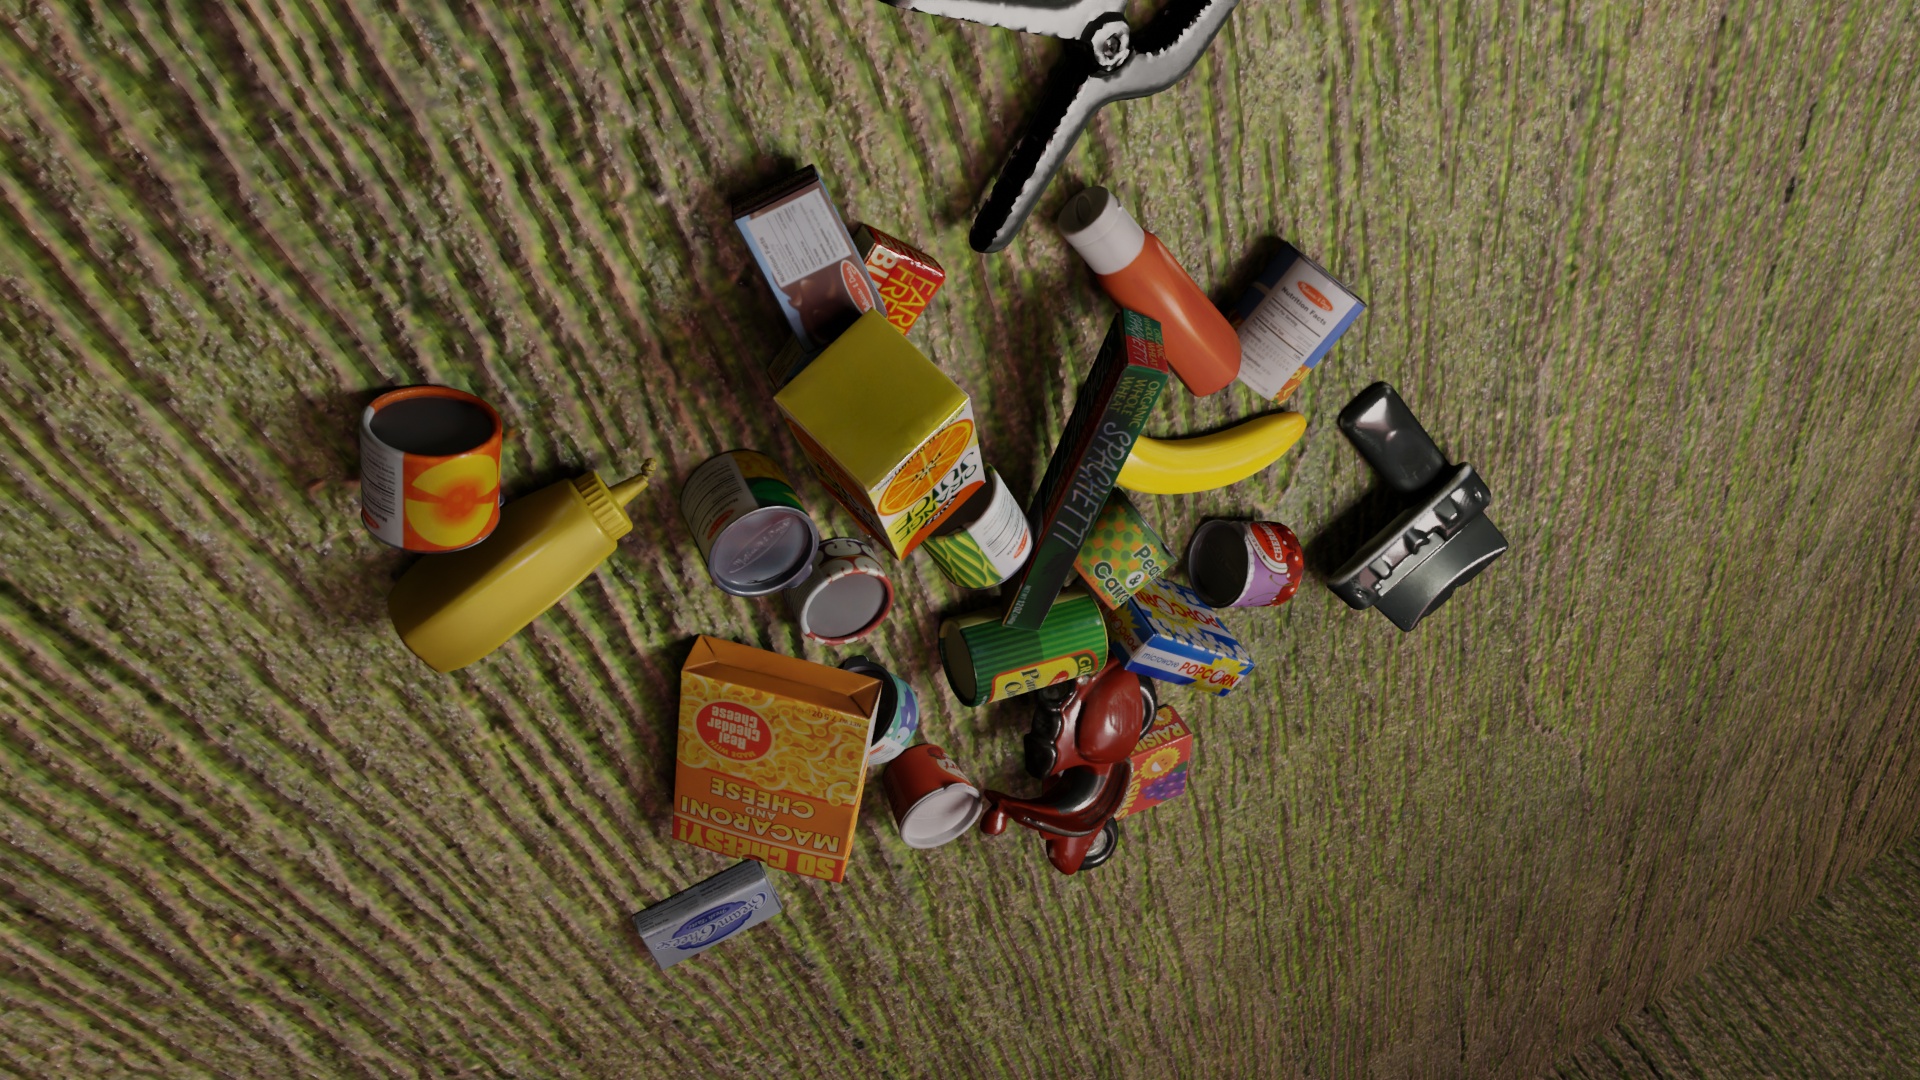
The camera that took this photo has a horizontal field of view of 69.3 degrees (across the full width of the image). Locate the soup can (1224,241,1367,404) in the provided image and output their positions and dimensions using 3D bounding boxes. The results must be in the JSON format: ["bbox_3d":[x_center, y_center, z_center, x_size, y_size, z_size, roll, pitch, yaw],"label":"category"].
[{"bbox_3d":[0.209,-0.140,0.897,0.071,0.071,0.083,20,116,-42],"label":"soup can"}]

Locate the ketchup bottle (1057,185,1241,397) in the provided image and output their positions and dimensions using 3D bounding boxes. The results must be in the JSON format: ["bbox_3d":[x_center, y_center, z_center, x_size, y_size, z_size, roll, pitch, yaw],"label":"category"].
[{"bbox_3d":[0.114,-0.151,0.831,0.043,0.065,0.148,-30,133,24],"label":"ketchup bottle"}]

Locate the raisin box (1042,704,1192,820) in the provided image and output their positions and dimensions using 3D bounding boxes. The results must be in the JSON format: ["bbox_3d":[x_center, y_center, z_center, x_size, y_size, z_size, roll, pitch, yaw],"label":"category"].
[{"bbox_3d":[0.131,0.197,1.175,0.124,0.040,0.085,-18,134,-16],"label":"raisin box"}]

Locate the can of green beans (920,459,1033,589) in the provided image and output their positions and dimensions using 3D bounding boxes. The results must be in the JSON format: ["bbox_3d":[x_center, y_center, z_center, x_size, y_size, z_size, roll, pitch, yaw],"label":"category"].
[{"bbox_3d":[0.005,-0.011,0.883,0.071,0.071,0.057,-35,137,1],"label":"can of green beans"}]

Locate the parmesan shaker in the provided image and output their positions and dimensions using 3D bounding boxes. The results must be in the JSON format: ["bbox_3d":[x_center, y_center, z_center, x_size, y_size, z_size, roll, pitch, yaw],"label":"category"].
[{"bbox_3d":[0.043,0.075,0.989,0.103,0.071,0.071,-14,134,-21],"label":"parmesan shaker"}]

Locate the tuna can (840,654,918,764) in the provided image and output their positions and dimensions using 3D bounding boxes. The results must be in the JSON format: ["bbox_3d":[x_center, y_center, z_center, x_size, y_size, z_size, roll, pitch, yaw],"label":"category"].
[{"bbox_3d":[-0.064,0.117,0.959,0.071,0.071,0.032,-40,143,6],"label":"tuna can"}]

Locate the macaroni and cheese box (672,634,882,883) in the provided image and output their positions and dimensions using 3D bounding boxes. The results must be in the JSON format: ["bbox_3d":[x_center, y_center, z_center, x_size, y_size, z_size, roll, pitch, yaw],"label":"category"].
[{"bbox_3d":[-0.125,0.149,0.921,0.124,0.040,0.165,14,127,3],"label":"macaroni and cheese box"}]

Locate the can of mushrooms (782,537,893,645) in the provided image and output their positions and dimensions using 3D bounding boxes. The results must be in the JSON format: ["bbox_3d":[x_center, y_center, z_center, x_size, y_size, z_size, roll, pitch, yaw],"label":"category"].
[{"bbox_3d":[-0.076,0.034,0.897,0.071,0.033,0.070,-17,134,-18],"label":"can of mushrooms"}]

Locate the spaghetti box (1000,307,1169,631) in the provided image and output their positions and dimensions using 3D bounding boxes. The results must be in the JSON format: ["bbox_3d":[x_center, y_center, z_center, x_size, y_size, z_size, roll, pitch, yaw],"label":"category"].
[{"bbox_3d":[0.072,-0.036,0.877,0.029,0.050,0.248,10,137,-12],"label":"spaghetti box"}]

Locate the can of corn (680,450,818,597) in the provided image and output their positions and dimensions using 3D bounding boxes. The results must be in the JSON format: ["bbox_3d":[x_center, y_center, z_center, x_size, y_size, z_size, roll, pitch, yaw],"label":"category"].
[{"bbox_3d":[-0.122,-0.009,0.810,0.071,0.058,0.070,-18,135,-18],"label":"can of corn"}]

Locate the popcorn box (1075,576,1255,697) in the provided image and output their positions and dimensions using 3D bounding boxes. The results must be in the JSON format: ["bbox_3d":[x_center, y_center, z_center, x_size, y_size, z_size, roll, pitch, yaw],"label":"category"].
[{"bbox_3d":[0.150,0.065,1.031,0.127,0.085,0.038,19,118,-42],"label":"popcorn box"}]

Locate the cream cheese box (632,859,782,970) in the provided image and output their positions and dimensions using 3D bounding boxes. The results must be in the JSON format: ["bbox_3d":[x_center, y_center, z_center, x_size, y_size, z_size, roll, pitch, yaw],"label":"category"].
[{"bbox_3d":[-0.192,0.285,1.060,0.104,0.024,0.053,-24,137,-12],"label":"cream cheese box"}]

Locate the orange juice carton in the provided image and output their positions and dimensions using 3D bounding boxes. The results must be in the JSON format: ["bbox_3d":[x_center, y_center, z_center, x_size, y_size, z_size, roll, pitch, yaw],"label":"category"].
[{"bbox_3d":[-0.038,-0.048,0.780,0.072,0.073,0.192,-44,167,-7],"label":"orange juice carton"}]

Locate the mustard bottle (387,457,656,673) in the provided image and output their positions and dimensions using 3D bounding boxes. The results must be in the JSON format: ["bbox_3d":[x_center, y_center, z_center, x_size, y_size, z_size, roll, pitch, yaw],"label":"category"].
[{"bbox_3d":[-0.229,0.006,0.754,0.160,0.065,0.048,-34,134,-6],"label":"mustard bottle"}]

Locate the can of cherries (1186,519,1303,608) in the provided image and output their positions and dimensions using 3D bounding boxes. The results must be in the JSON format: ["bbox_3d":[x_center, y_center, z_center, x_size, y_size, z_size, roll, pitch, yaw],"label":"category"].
[{"bbox_3d":[0.214,0.016,1.040,0.058,0.072,0.071,1,127,-33],"label":"can of cherries"}]

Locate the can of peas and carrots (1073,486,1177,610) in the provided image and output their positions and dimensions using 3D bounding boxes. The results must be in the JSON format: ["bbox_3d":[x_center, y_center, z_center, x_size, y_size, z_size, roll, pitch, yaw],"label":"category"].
[{"bbox_3d":[0.109,0.007,0.962,0.058,0.071,0.070,-39,138,6],"label":"can of peas and carrots"}]

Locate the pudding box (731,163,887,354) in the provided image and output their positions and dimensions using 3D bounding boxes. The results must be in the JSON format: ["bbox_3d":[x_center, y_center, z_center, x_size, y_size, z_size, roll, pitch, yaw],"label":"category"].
[{"bbox_3d":[-0.078,-0.144,0.715,0.049,0.030,0.083,-25,121,4],"label":"pudding box"}]

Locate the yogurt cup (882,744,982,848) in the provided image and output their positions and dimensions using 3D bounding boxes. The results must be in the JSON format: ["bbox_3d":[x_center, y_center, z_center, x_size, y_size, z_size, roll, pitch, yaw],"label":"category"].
[{"bbox_3d":[-0.025,0.193,1.060,0.072,0.054,0.072,-17,135,-18],"label":"yogurt cup"}]

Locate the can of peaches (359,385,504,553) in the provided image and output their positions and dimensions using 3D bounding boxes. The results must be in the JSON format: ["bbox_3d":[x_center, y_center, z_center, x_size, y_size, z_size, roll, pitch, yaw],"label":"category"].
[{"bbox_3d":[-0.261,-0.037,0.692,0.071,0.071,0.057,-7,131,-28],"label":"can of peaches"}]

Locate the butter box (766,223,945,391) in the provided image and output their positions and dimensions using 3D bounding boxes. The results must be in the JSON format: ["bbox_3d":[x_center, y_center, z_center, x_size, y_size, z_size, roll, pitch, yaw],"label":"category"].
[{"bbox_3d":[-0.058,-0.121,0.774,0.053,0.024,0.103,19,116,-41],"label":"butter box"}]
